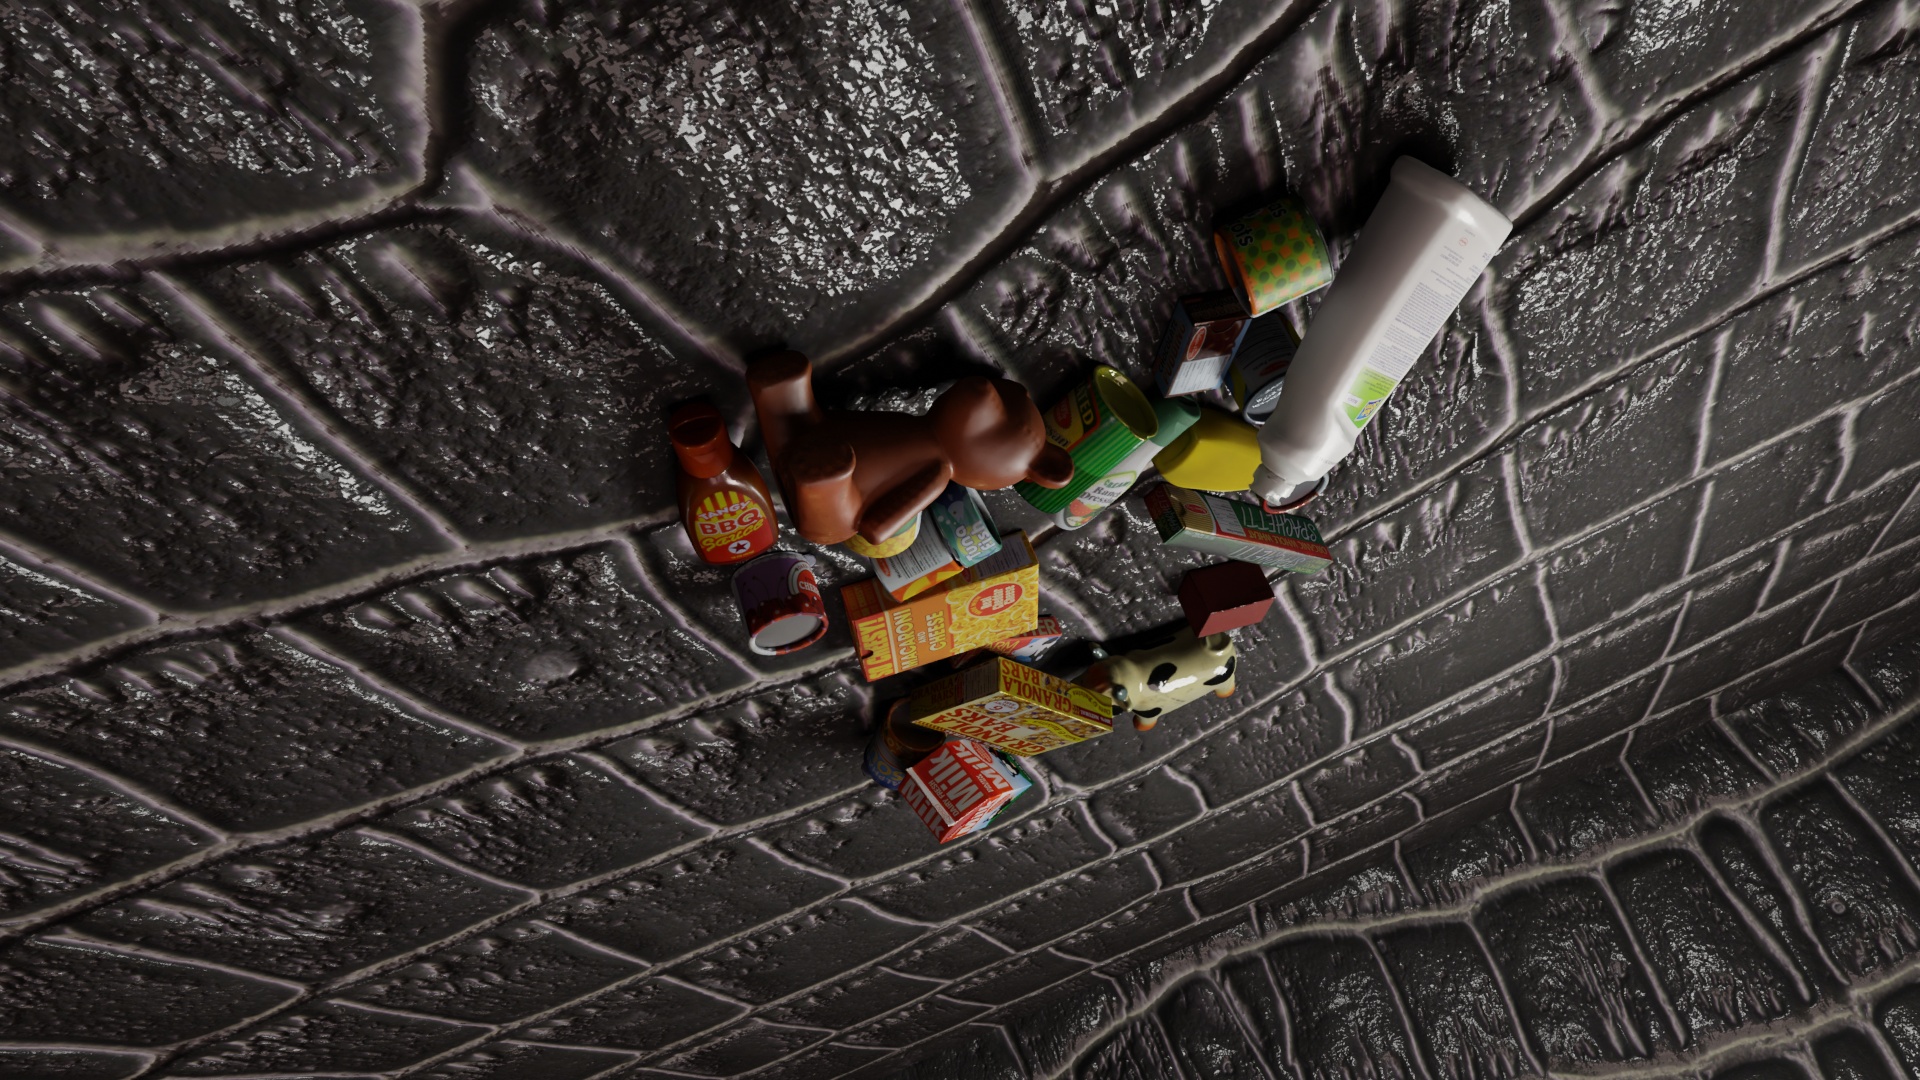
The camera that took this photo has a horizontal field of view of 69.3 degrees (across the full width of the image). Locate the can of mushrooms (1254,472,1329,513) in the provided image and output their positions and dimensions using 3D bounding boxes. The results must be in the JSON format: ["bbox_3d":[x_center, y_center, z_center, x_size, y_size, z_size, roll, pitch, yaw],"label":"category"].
[{"bbox_3d":[0.293,-0.054,1.248,0.071,0.033,0.070,-17,151,-10],"label":"can of mushrooms"}]

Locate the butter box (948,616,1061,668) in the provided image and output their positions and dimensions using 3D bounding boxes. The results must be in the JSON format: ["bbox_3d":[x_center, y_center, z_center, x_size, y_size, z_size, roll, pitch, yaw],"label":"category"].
[{"bbox_3d":[0.042,0.098,1.345,0.104,0.024,0.052,-2,146,-32],"label":"butter box"}]

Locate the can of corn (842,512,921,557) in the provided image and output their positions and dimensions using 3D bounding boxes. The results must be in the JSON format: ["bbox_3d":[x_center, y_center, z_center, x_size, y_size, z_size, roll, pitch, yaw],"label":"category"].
[{"bbox_3d":[-0.063,-0.029,1.018,0.071,0.071,0.058,-14,150,-14],"label":"can of corn"}]

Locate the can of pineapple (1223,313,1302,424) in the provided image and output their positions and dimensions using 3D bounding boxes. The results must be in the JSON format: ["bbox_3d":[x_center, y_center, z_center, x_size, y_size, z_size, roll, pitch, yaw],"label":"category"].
[{"bbox_3d":[0.233,-0.129,1.056,0.071,0.058,0.070,-16,151,-9],"label":"can of pineapple"}]

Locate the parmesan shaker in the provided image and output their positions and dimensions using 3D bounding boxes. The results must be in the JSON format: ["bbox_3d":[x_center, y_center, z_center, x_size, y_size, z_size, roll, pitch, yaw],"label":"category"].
[{"bbox_3d":[0.088,-0.073,1.040,0.071,0.071,0.102,13,136,-46],"label":"parmesan shaker"}]

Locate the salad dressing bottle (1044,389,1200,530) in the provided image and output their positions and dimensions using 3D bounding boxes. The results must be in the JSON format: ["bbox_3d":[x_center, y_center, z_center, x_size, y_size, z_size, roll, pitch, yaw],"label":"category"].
[{"bbox_3d":[0.125,-0.067,1.103,0.064,0.044,0.147,10,138,-45],"label":"salad dressing bottle"}]

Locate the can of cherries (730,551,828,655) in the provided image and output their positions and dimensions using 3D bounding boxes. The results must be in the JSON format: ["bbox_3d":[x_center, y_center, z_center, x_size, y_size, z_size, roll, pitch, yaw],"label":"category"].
[{"bbox_3d":[-0.142,0.050,1.104,0.071,0.058,0.071,-16,151,-9],"label":"can of cherries"}]

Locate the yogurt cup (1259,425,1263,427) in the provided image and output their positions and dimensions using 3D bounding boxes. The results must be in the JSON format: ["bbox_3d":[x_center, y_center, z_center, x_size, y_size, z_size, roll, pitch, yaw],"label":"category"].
[{"bbox_3d":[0.266,-0.107,1.111,0.072,0.073,0.054,-36,140,24],"label":"yogurt cup"}]

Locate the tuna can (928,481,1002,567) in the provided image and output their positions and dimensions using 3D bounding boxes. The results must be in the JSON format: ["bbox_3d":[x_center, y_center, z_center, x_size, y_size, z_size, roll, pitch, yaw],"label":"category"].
[{"bbox_3d":[0.004,-0.014,1.083,0.033,0.071,0.071,-28,150,9],"label":"tuna can"}]

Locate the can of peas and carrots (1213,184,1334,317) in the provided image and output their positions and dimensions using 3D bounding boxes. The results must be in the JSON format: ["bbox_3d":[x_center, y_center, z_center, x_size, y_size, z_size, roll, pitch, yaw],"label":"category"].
[{"bbox_3d":[0.208,-0.192,0.928,0.059,0.071,0.070,-24,151,6],"label":"can of peas and carrots"}]

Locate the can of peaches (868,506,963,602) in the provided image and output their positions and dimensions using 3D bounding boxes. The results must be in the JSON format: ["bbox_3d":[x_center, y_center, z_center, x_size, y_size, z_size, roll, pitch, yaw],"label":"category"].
[{"bbox_3d":[-0.037,0.007,1.097,0.058,0.071,0.071,-28,150,9],"label":"can of peaches"}]

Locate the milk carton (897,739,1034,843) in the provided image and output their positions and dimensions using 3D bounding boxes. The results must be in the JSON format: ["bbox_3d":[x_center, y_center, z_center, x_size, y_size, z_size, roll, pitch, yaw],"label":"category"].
[{"bbox_3d":[0.001,0.251,1.408,0.073,0.072,0.190,-44,162,11],"label":"milk carton"}]

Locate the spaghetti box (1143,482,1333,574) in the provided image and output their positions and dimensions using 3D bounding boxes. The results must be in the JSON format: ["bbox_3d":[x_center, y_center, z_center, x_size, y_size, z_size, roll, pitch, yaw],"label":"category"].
[{"bbox_3d":[0.263,-0.008,1.289,0.250,0.050,0.028,10,140,-44],"label":"spaghetti box"}]

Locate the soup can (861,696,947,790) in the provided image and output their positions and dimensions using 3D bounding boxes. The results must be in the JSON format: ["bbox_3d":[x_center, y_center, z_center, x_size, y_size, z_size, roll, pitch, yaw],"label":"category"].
[{"bbox_3d":[-0.058,0.208,1.417,0.071,0.071,0.083,-6,147,-26],"label":"soup can"}]

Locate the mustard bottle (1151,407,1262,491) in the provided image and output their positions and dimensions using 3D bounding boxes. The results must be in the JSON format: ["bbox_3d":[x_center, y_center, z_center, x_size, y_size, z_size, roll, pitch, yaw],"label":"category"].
[{"bbox_3d":[0.226,-0.070,1.160,0.160,0.049,0.065,8,140,-43],"label":"mustard bottle"}]

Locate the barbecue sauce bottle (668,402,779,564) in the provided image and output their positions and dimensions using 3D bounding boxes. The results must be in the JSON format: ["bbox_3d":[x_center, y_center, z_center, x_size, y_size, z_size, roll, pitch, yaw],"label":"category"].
[{"bbox_3d":[-0.167,-0.038,0.955,0.065,0.044,0.147,-17,150,-7],"label":"barbecue sauce bottle"}]

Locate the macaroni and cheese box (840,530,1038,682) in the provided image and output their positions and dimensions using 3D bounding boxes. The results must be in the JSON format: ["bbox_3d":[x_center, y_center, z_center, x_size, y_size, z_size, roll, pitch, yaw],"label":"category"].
[{"bbox_3d":[-0.015,0.060,1.226,0.167,0.040,0.123,-18,150,-8],"label":"macaroni and cheese box"}]

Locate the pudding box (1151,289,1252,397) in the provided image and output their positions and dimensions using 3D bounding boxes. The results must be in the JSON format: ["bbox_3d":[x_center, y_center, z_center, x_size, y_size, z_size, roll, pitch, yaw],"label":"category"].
[{"bbox_3d":[0.177,-0.144,1.022,0.050,0.030,0.083,-11,149,-16],"label":"pudding box"}]

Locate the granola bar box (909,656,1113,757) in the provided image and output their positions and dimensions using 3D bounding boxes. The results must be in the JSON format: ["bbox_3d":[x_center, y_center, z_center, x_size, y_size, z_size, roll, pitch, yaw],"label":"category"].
[{"bbox_3d":[0.051,0.167,1.378,0.165,0.039,0.124,24,145,-39],"label":"granola bar box"}]
